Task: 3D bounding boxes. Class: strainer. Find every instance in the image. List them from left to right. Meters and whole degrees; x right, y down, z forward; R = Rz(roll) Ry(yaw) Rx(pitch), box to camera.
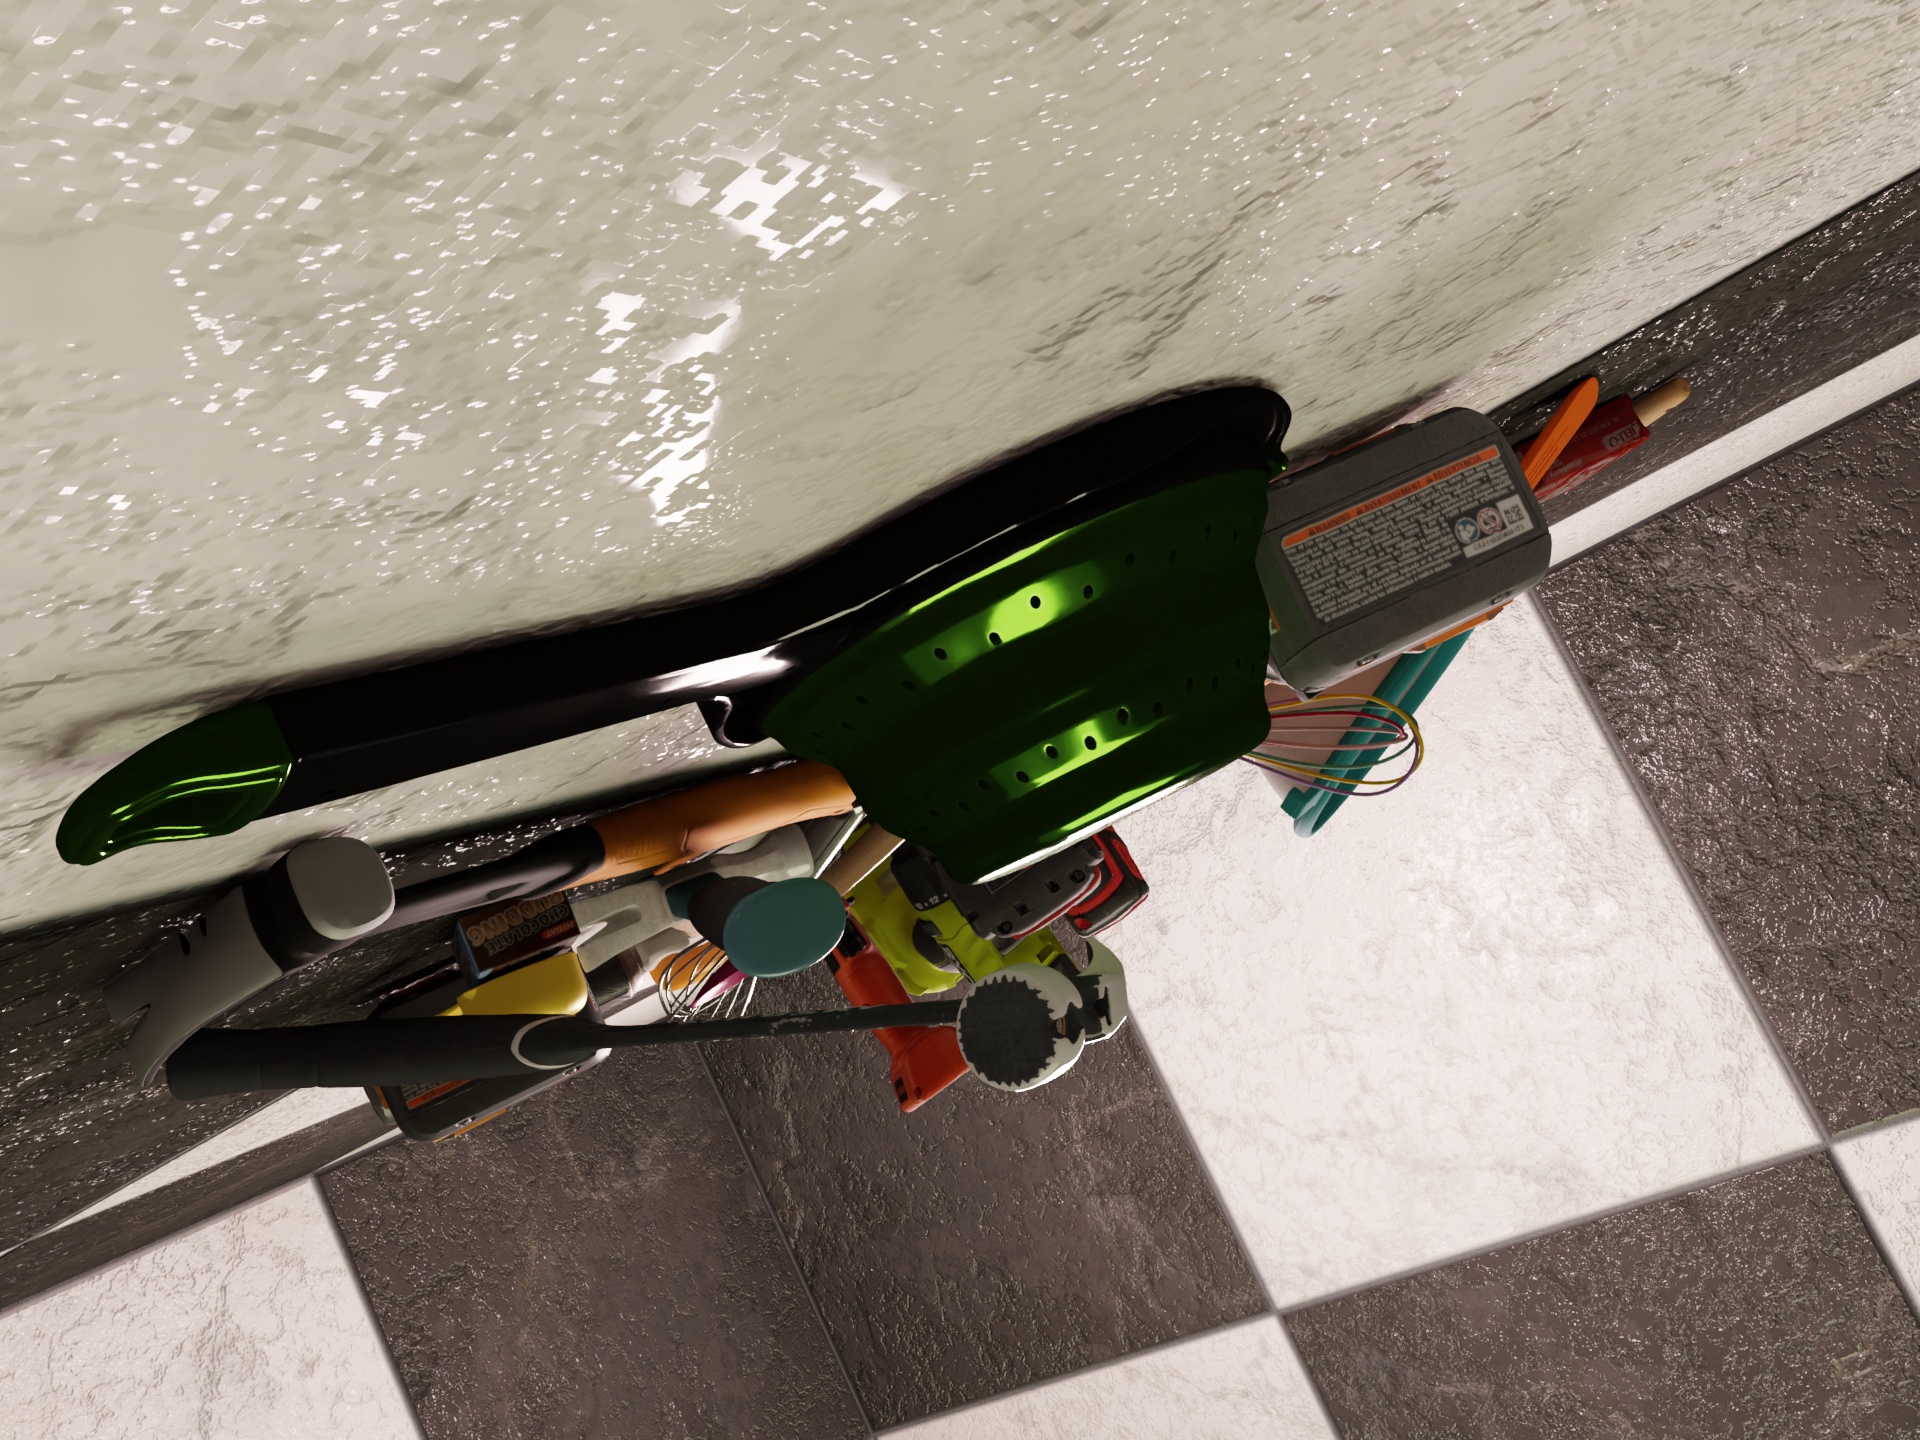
[{"bbox_3d":[0.252,-0.033,1.028,0.211,0.095,0.340,-54,165,5],"label":"strainer"}]

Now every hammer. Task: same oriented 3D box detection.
[{"bbox_3d":[-0.144,0.053,0.607,0.127,0.034,0.337,-31,172,30],"label":"hammer"},{"bbox_3d":[-0.133,0.117,0.598,0.409,0.036,0.149,-8,175,21],"label":"hammer"},{"bbox_3d":[-0.178,0.127,1.065,0.130,0.031,0.331,-24,173,-10],"label":"hammer"},{"bbox_3d":[-0.100,0.078,0.677,0.128,0.033,0.331,-20,-178,-16],"label":"hammer"}]

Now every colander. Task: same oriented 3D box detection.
[{"bbox_3d":[-0.023,0.007,0.435,0.204,0.094,0.397,-32,171,41],"label":"colander"}]

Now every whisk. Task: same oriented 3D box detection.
[{"bbox_3d":[-0.116,0.113,0.932,0.246,0.058,0.059,-52,171,35],"label":"whisk"},{"bbox_3d":[0.138,0.002,0.880,0.245,0.047,0.051,5,-122,37],"label":"whisk"}]

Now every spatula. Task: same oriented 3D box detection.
[{"bbox_3d":[0.192,-0.068,0.829,0.322,0.041,0.081,-32,170,22],"label":"spatula"}]

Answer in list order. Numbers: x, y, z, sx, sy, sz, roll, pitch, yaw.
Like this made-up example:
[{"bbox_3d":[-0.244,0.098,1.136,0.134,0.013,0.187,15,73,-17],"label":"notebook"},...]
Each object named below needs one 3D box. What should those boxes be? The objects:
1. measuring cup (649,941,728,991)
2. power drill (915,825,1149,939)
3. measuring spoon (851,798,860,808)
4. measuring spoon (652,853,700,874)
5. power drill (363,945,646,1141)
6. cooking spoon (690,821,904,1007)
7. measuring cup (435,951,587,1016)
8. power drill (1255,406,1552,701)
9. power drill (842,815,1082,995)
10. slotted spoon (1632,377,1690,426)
[{"bbox_3d":[-0.183,0.172,1.299,0.095,0.052,0.173,-32,169,40],"label":"measuring cup"},{"bbox_3d":[0.038,0.057,0.922,0.078,0.143,0.219,-36,166,9],"label":"power drill"},{"bbox_3d":[-0.001,-0.002,0.709,0.124,0.018,0.034,-36,-173,-2],"label":"measuring spoon"},{"bbox_3d":[-0.117,0.060,0.857,0.117,0.011,0.021,-28,173,16],"label":"measuring spoon"},{"bbox_3d":[-0.264,0.178,0.945,0.185,0.084,0.226,-24,177,-23],"label":"power drill"},{"bbox_3d":[-0.056,0.075,0.826,0.069,0.017,0.318,-23,164,-49],"label":"cooking spoon"},{"bbox_3d":[-0.238,0.152,0.761,0.156,0.029,0.062,-30,170,30],"label":"measuring cup"},{"bbox_3d":[0.128,-0.046,0.683,0.164,0.084,0.226,-24,177,-12],"label":"power drill"},{"bbox_3d":[-0.019,0.117,1.055,0.080,0.190,0.228,-39,-170,-17],"label":"power drill"},{"bbox_3d":[0.337,-0.133,1.025,0.070,0.031,0.313,-22,170,-35],"label":"slotted spoon"}]
